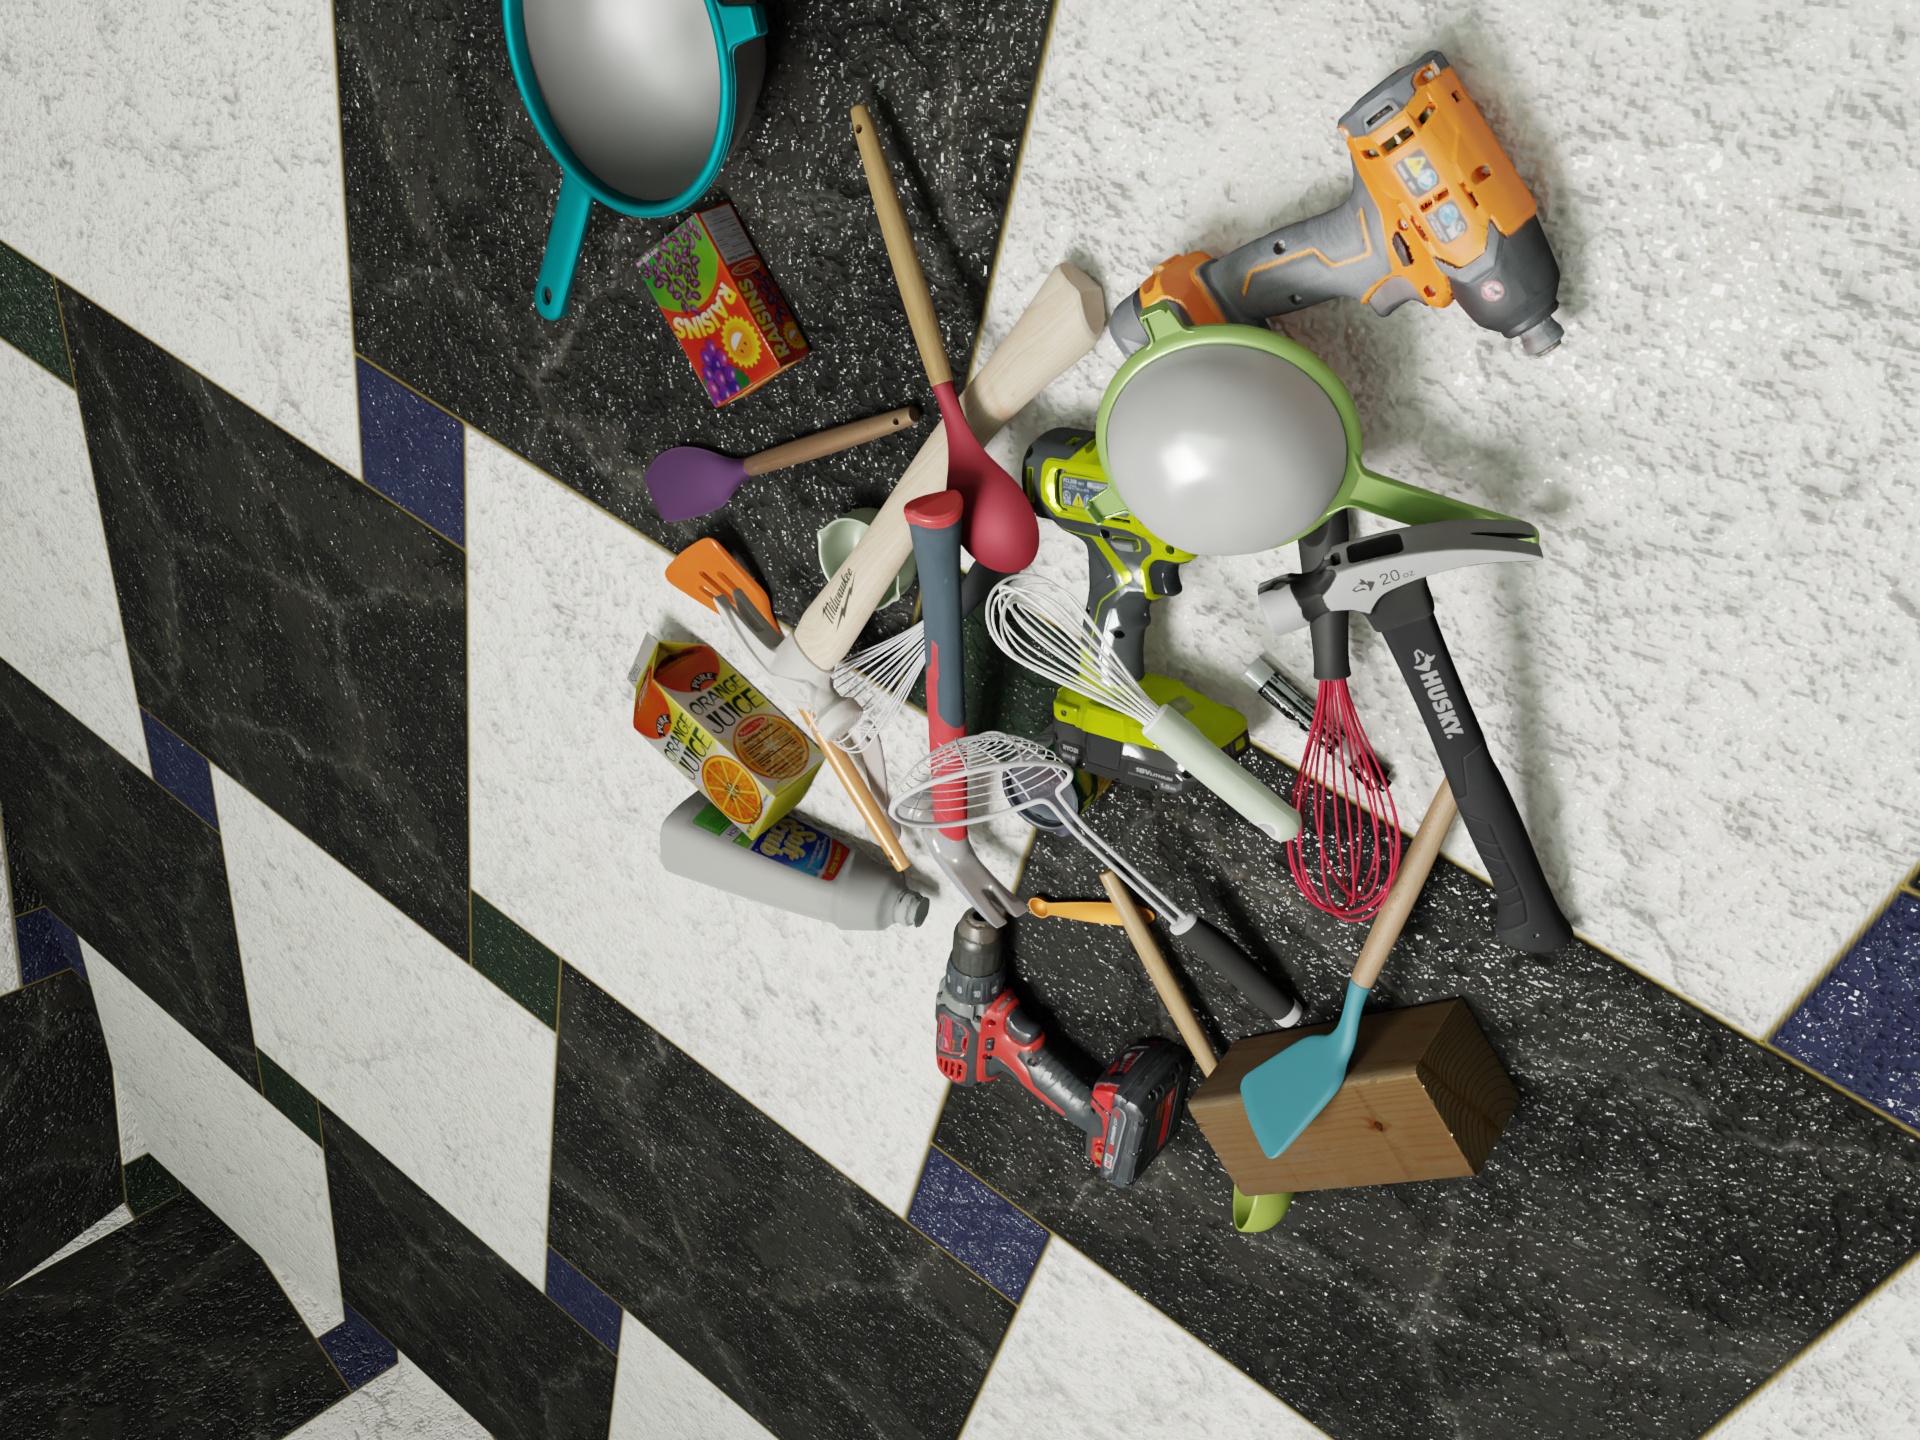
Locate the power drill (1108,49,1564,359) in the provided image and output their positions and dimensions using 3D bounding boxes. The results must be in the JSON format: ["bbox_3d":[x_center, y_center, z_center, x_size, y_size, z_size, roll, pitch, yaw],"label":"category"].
[{"bbox_3d":[0.210,-0.231,0.879,0.226,0.084,0.164,-29,99,43],"label":"power drill"}]

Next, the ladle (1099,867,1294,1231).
[{"bbox_3d":[0.178,0.261,1.256,0.062,0.078,0.320,-28,98,6],"label":"ladle"}]

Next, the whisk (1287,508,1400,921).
[{"bbox_3d":[0.236,-0.010,1.006,0.073,0.073,0.295,4,108,38],"label":"whisk"}]

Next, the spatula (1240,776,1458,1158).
[{"bbox_3d":[0.270,0.154,1.069,0.044,0.082,0.317,12,116,-12],"label":"spatula"}]

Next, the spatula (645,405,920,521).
[{"bbox_3d":[-0.148,-0.205,1.236,0.316,0.018,0.059,-6,113,43],"label":"spatula"}]

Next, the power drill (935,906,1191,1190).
[{"bbox_3d":[0.075,0.268,1.337,0.227,0.080,0.187,26,132,28],"label":"power drill"}]

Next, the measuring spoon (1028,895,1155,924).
[{"bbox_3d":[0.106,0.151,1.279,0.117,0.011,0.021,-1,118,36],"label":"measuring spoon"}]

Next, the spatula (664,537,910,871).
[{"bbox_3d":[-0.135,-0.009,1.335,0.081,0.041,0.322,-28,95,46],"label":"spatula"}]

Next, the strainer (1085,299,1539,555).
[{"bbox_3d":[0.193,-0.121,0.878,0.256,0.069,0.151,19,136,4],"label":"strainer"}]

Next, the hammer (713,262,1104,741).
[{"bbox_3d":[-0.038,-0.160,1.121,0.146,0.038,0.410,48,128,10],"label":"hammer"}]

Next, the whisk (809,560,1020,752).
[{"bbox_3d":[-0.032,-0.058,1.218,0.070,0.070,0.284,50,133,1],"label":"whisk"}]

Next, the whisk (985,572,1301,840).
[{"bbox_3d":[0.117,-0.006,1.001,0.246,0.059,0.057,39,161,0],"label":"whisk"}]

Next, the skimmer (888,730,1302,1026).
[{"bbox_3d":[0.109,0.130,1.125,0.363,0.090,0.127,41,136,-17],"label":"skimmer"}]

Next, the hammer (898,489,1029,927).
[{"bbox_3d":[-0.002,-0.004,1.146,0.143,0.038,0.385,48,156,33],"label":"hammer"}]

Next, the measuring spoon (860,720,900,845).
[{"bbox_3d":[-0.075,0.057,1.355,0.034,0.018,0.124,14,125,33],"label":"measuring spoon"}]

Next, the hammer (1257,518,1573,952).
[{"bbox_3d":[0.305,0.022,0.939,0.146,0.035,0.334,-20,124,21],"label":"hammer"}]

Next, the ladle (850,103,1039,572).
[{"bbox_3d":[-0.018,-0.245,1.036,0.069,0.031,0.315,-13,98,42],"label":"ladle"}]

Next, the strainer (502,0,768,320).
[{"bbox_3d":[-0.224,-0.416,1.102,0.211,0.095,0.340,46,139,9],"label":"strainer"}]

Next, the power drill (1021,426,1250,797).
[{"bbox_3d":[0.133,-0.072,1.039,0.191,0.080,0.228,17,122,37],"label":"power drill"}]

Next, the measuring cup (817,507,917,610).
[{"bbox_3d":[-0.081,-0.098,1.242,0.083,0.038,0.167,39,138,12],"label":"measuring cup"}]
